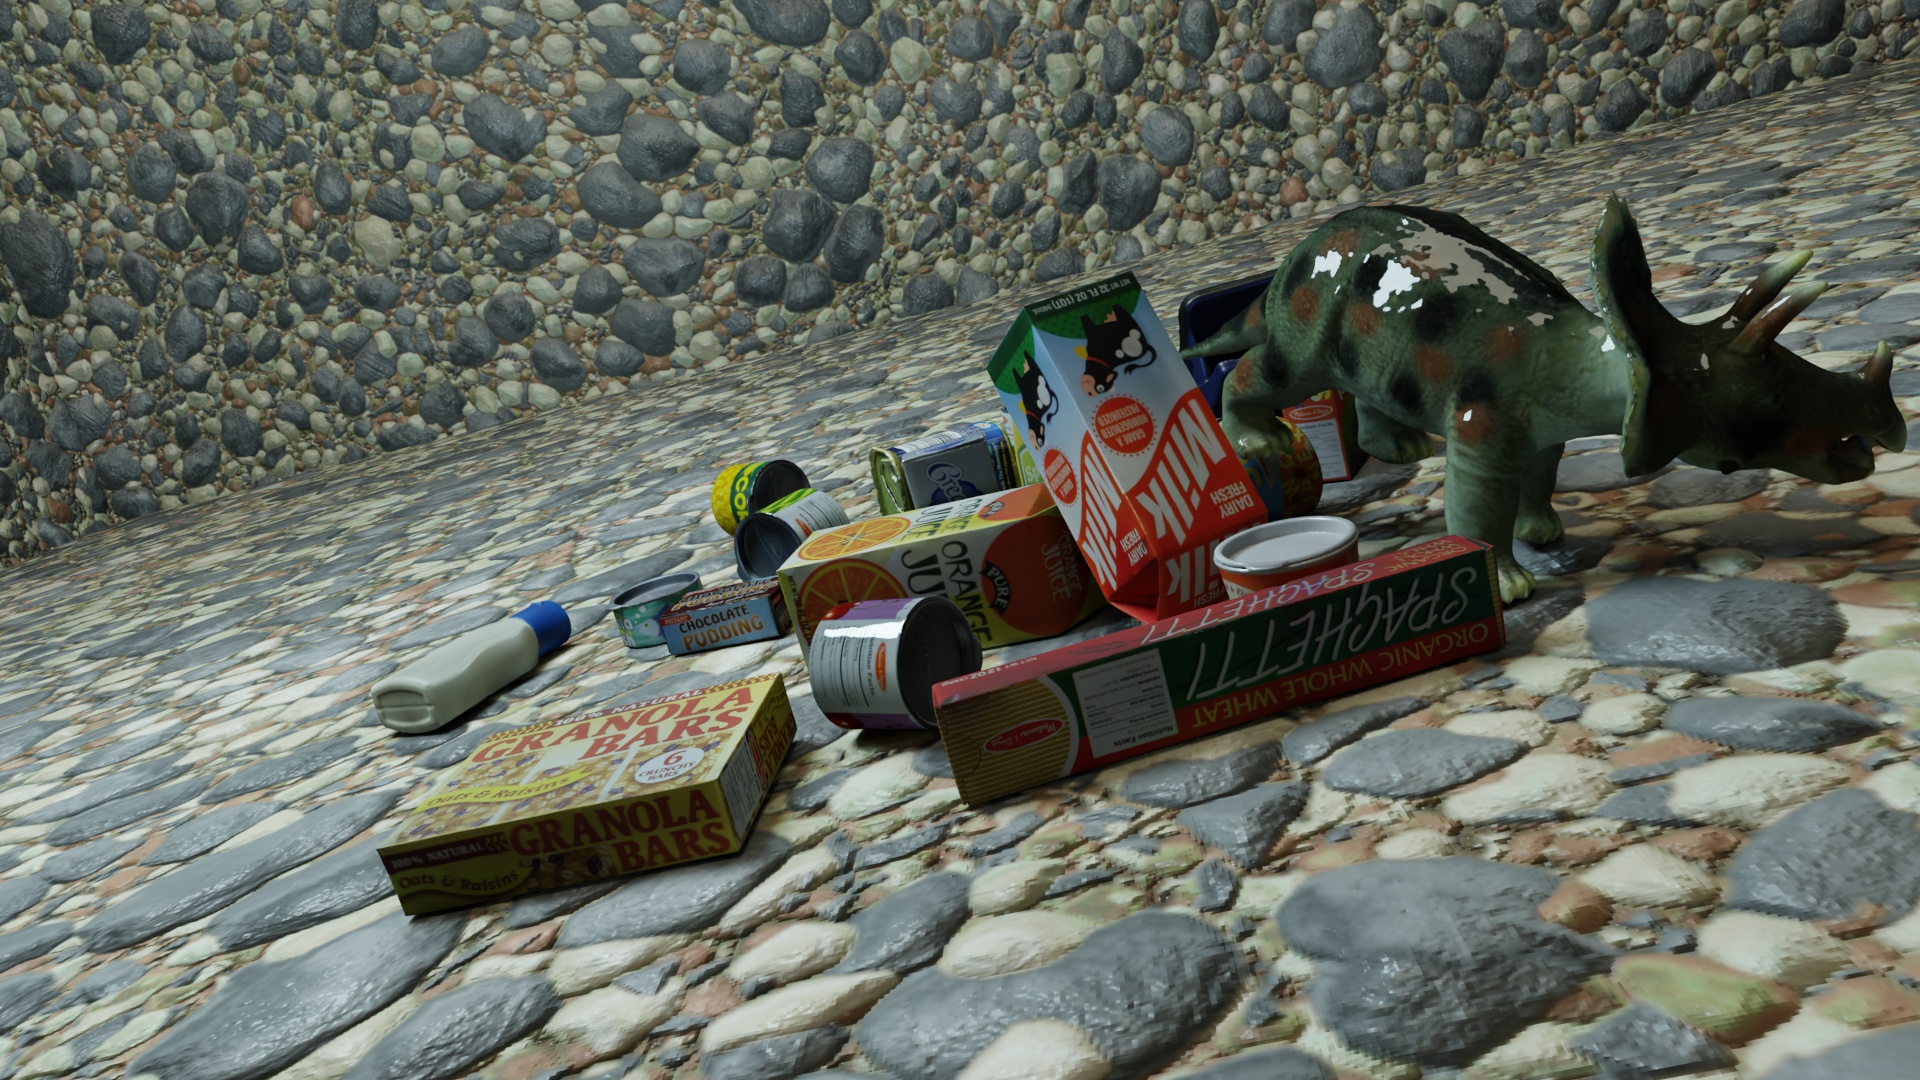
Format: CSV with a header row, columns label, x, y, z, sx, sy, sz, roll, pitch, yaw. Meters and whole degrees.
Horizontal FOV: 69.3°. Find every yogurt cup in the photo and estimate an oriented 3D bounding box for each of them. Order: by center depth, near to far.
label,x,y,z,sx,sy,sz,roll,pitch,yaw
yogurt cup,0.160,0.024,0.663,0.072,0.053,0.072,-14,14,4

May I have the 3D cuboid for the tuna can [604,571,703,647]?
label,x,y,z,sx,sy,sz,roll,pitch,yaw
tuna can,-0.215,0.049,0.986,0.071,0.032,0.071,-14,14,4

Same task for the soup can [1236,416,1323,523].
label,x,y,z,sx,sy,sz,roll,pitch,yaw
soup can,0.166,-0.035,0.842,0.084,0.071,0.071,-21,15,-22

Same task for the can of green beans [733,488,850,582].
label,x,y,z,sx,sy,sz,roll,pitch,yaw
can of green beans,-0.120,0.001,1.004,0.071,0.071,0.058,-5,17,34

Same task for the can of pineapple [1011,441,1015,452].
label,x,y,z,sx,sy,sz,roll,pitch,yaw
can of pineapple,0.071,-0.049,1.003,0.058,0.071,0.071,-23,16,-28

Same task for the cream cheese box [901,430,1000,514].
label,x,y,z,sx,sy,sz,roll,pitch,yaw
cream cheese box,0.003,-0.011,0.851,0.053,0.103,0.024,-15,17,4

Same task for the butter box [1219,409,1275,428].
label,x,y,z,sx,sy,sz,roll,pitch,yaw
butter box,0.183,-0.053,0.926,0.024,0.053,0.104,-1,20,35

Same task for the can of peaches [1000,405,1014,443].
label,x,y,z,sx,sy,sz,roll,pitch,yaw
can of peaches,0.075,-0.092,1.173,0.071,0.058,0.071,-14,14,4

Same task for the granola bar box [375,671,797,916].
label,x,y,z,sx,sy,sz,roll,pitch,yaw
granola bar box,-0.172,0.120,0.671,0.165,0.039,0.124,-13,15,9

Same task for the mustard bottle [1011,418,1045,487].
label,x,y,z,sx,sy,sz,roll,pitch,yaw
mustard bottle,0.063,-0.063,0.873,0.065,0.159,0.049,-3,20,45

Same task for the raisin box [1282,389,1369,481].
label,x,y,z,sx,sy,sz,roll,pitch,yaw
raisin box,0.245,-0.110,0.937,0.040,0.123,0.086,-6,16,33

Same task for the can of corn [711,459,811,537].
label,x,y,z,sx,sy,sz,roll,pitch,yaw
can of corn,-0.172,-0.034,1.186,0.058,0.071,0.071,-3,19,43

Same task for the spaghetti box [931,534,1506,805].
label,x,y,z,sx,sy,sz,roll,pitch,yaw
spaghetti box,0.113,0.055,0.604,0.250,0.050,0.029,-16,15,-4

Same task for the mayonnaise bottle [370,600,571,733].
label,x,y,z,sx,sy,sz,roll,pitch,yaw
mayonnaise bottle,-0.330,0.084,0.961,0.064,0.041,0.149,-6,16,27

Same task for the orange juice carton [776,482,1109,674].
label,x,y,z,sx,sy,sz,roll,pitch,yaw
orange juice carton,0.001,0.020,0.803,0.192,0.071,0.073,-12,15,15

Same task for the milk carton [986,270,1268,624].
label,x,y,z,sx,sy,sz,roll,pitch,yaw
milk carton,0.094,-0.038,0.733,0.072,0.191,0.073,-22,-13,-22

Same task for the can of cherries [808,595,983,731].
label,x,y,z,sx,sy,sz,roll,pitch,yaw
can of cherries,-0.032,0.062,0.695,0.058,0.071,0.072,-6,17,35

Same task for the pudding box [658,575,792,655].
label,x,y,z,sx,sy,sz,roll,pitch,yaw
pudding box,-0.152,0.049,0.930,0.083,0.030,0.050,-11,14,16
